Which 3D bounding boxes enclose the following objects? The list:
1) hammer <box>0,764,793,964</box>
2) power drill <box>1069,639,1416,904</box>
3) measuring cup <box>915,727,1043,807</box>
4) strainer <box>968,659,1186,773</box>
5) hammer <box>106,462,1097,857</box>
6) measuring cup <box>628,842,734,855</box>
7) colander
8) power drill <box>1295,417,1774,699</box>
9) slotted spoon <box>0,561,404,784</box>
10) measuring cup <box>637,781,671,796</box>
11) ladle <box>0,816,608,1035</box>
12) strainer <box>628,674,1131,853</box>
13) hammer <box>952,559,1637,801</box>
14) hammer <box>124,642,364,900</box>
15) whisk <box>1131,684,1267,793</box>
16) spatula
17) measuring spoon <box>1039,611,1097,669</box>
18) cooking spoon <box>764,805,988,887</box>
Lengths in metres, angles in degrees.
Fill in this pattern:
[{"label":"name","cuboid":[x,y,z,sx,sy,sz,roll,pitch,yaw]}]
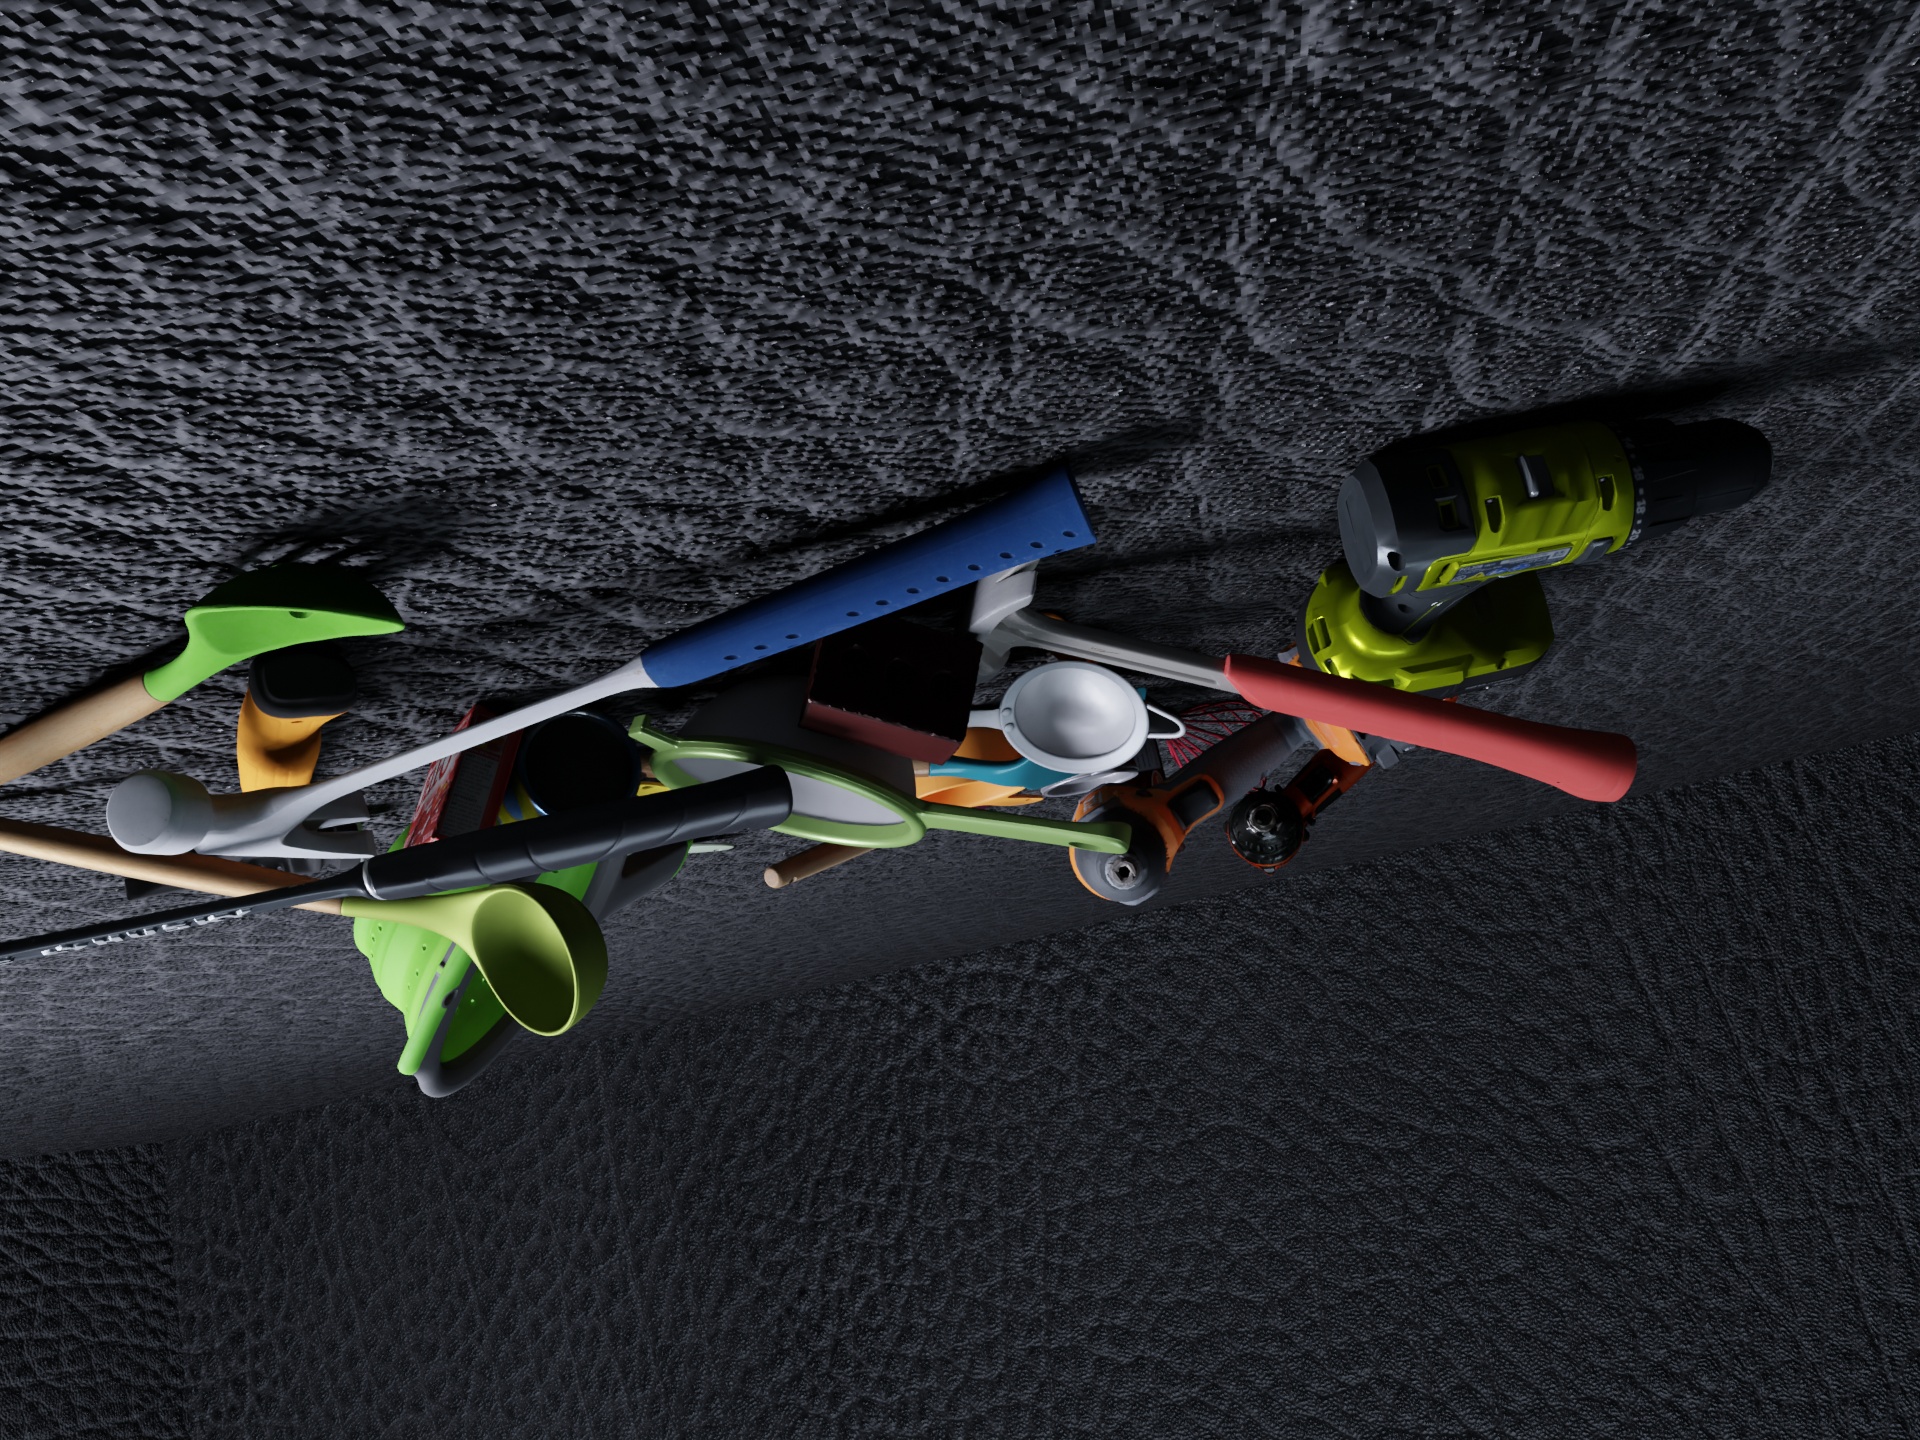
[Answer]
[{"label":"hammer","cuboid":[-0.273,0.071,0.696,0.409,0.036,0.149,-11,169,-18]},{"label":"power drill","cuboid":[0.165,0.033,0.962,0.226,0.084,0.164,-34,-178,8]},{"label":"measuring cup","cuboid":[0.015,0.030,1.083,0.095,0.052,0.173,-18,168,22]},{"label":"strainer","cuboid":[-0.001,-0.003,0.918,0.258,0.050,0.086,-4,131,5]},{"label":"hammer","cuboid":[-0.138,-0.018,0.672,0.405,0.035,0.144,-20,169,8]},{"label":"measuring cup","cuboid":[-0.253,0.119,1.231,0.167,0.038,0.083,-3,164,-28]},{"label":"colander","cuboid":[-0.273,0.101,1.017,0.094,0.204,0.397,30,-170,5]},{"label":"power drill","cuboid":[0.271,-0.080,0.796,0.190,0.080,0.228,-11,164,-3]},{"label":"slotted spoon","cuboid":[-0.335,-0.008,0.635,0.314,0.031,0.070,-18,166,31]},{"label":"measuring cup","cuboid":[-0.161,0.040,1.012,0.062,0.029,0.156,-18,164,23]},{"label":"ladle","cuboid":[-0.330,0.089,0.772,0.320,0.062,0.078,12,118,-7]},{"label":"strainer","cuboid":[-0.034,0.021,0.835,0.256,0.069,0.151,8,162,13]},{"label":"hammer","cuboid":[0.177,-0.016,0.795,0.359,0.037,0.149,13,164,-10]},{"label":"hammer","cuboid":[-0.346,0.032,0.782,0.127,0.034,0.337,-7,166,-28]},{"label":"whisk","cuboid":[0.149,0.005,1.094,0.073,0.073,0.295,-19,161,28]},{"label":"spatula","cuboid":[-0.045,0.018,0.962,0.317,0.044,0.082,0,149,-5]},{"label":"measuring spoon","cuboid":[0.058,-0.046,0.893,0.021,0.011,0.116,-10,165,14]},{"label":"cooking spoon","cuboid":[-0.029,0.066,1.105,0.068,0.017,0.319,-48,164,32]}]
